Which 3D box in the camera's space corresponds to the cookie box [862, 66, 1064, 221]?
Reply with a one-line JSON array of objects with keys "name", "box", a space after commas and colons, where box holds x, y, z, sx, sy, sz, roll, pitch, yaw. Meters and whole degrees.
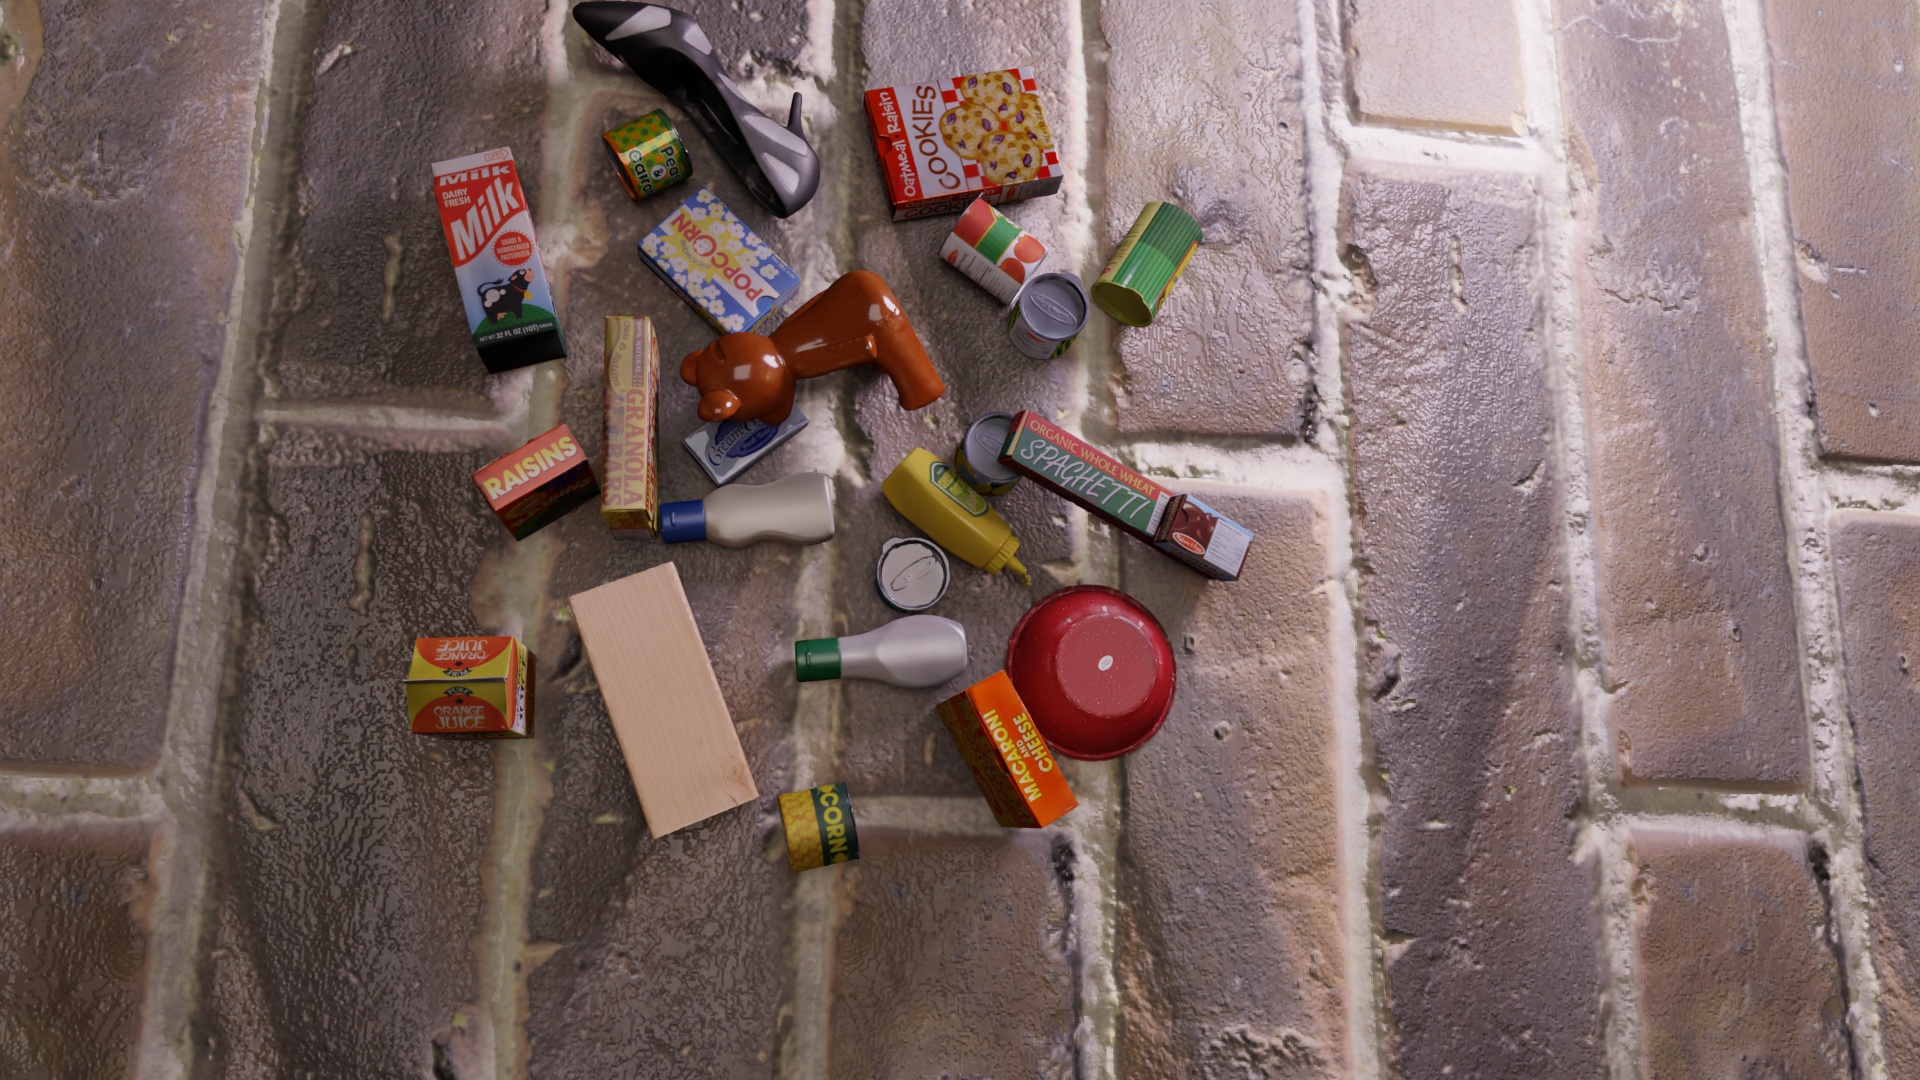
[{"name": "cookie box", "box": [0.001, -0.380, 1.325, 0.168, 0.040, 0.123, -12, 76, -11]}]

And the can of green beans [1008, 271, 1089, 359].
[{"name": "can of green beans", "box": [0.082, -0.209, 1.298, 0.071, 0.057, 0.071, 2, 78, -9]}]

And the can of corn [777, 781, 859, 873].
[{"name": "can of corn", "box": [-0.119, 0.240, 1.163, 0.058, 0.071, 0.071, -10, 80, -11]}]

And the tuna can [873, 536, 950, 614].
[{"name": "tuna can", "box": [-0.045, 0.030, 1.239, 0.071, 0.032, 0.071, 2, 78, -9]}]

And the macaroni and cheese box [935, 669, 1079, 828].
[{"name": "macaroni and cheese box", "box": [0.034, 0.177, 1.152, 0.040, 0.166, 0.124, -28, 84, -13]}]

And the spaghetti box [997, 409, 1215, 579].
[{"name": "spaghetti box", "box": [0.146, -0.039, 1.253, 0.250, 0.028, 0.050, 28, 74, -20]}]

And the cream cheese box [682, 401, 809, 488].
[{"name": "cream cheese box", "box": [-0.191, -0.096, 1.245, 0.104, 0.024, 0.053, -38, 85, -15]}]

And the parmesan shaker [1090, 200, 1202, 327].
[{"name": "parmesan shaker", "box": [0.179, -0.263, 1.319, 0.071, 0.071, 0.103, 33, 75, -2]}]

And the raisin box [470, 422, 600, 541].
[{"name": "raisin box", "box": [-0.351, -0.048, 1.157, 0.086, 0.123, 0.040, -32, 86, -14]}]

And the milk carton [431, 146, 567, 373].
[{"name": "milk carton", "box": [-0.406, -0.252, 1.217, 0.072, 0.073, 0.190, -16, 81, -12]}]

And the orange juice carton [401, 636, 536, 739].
[{"name": "orange juice carton", "box": [-0.379, 0.116, 1.082, 0.072, 0.192, 0.073, 0, 80, -10]}]

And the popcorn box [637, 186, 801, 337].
[{"name": "popcorn box", "box": [-0.220, -0.248, 1.266, 0.127, 0.038, 0.085, 44, 74, 2]}]

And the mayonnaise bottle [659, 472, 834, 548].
[{"name": "mayonnaise bottle", "box": [-0.188, -0.022, 1.223, 0.148, 0.041, 0.065, -6, 79, -10]}]

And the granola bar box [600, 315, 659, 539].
[{"name": "granola bar box", "box": [-0.278, -0.092, 1.179, 0.039, 0.124, 0.166, 0, 79, -8]}]

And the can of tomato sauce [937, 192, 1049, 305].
[{"name": "can of tomato sauce", "box": [0.032, -0.271, 1.298, 0.083, 0.071, 0.071, 36, 75, -2]}]

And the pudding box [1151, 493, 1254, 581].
[{"name": "pudding box", "box": [0.219, -0.002, 1.250, 0.083, 0.030, 0.050, 28, 76, -20]}]

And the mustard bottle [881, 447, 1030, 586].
[{"name": "mustard bottle", "box": [0.004, -0.016, 1.242, 0.160, 0.065, 0.048, 40, 119, -4]}]

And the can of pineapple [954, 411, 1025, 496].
[{"name": "can of pineapple", "box": [0.030, -0.076, 1.261, 0.071, 0.057, 0.071, 2, 78, -9]}]

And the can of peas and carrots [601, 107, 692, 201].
[{"name": "can of peas and carrots", "box": [-0.283, -0.348, 1.260, 0.059, 0.071, 0.071, -30, 85, -13]}]

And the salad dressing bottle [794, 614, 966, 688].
[{"name": "salad dressing bottle", "box": [-0.070, 0.100, 1.215, 0.148, 0.044, 0.064, -4, 81, -9]}]
